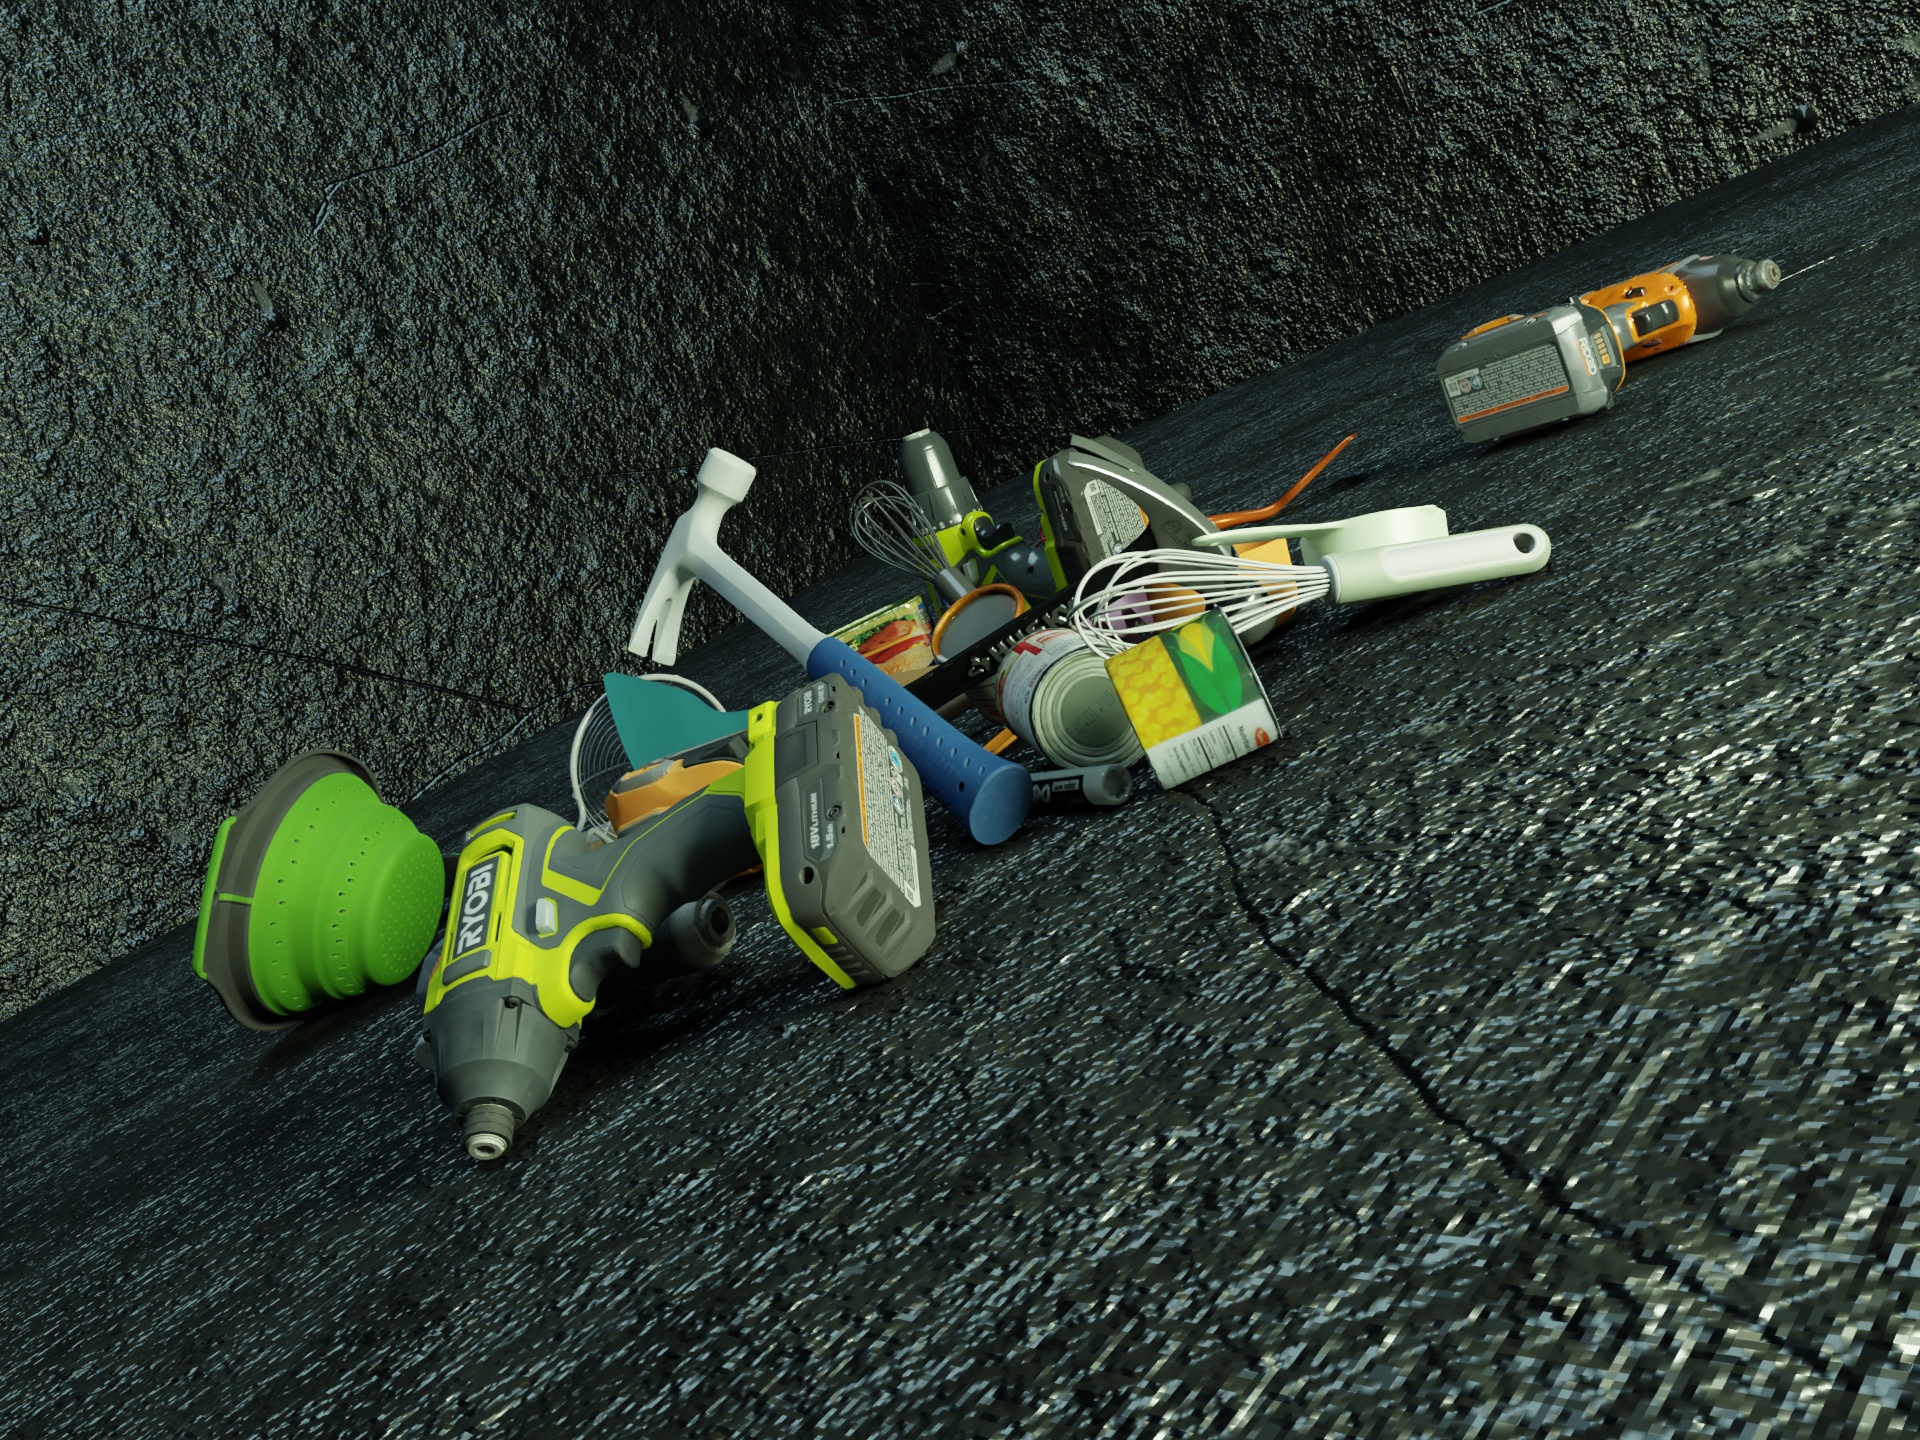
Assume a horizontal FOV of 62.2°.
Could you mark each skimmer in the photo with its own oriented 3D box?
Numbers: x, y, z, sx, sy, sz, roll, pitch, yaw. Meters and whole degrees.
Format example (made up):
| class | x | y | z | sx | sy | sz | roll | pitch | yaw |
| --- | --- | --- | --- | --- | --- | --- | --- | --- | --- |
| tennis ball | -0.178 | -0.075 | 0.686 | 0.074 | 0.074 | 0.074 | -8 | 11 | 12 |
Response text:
| class | x | y | z | sx | sy | sz | roll | pitch | yaw |
| --- | --- | --- | --- | --- | --- | --- | --- | --- | --- |
| skimmer | -0.227 | 0.087 | 0.984 | 0.090 | 0.127 | 0.363 | -22 | 20 | 17 |

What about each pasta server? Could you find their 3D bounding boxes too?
| class | x | y | z | sx | sy | sz | roll | pitch | yaw |
| --- | --- | --- | --- | --- | --- | --- | --- | --- | --- |
| pasta server | -0.002 | -0.003 | 1.039 | 0.316 | 0.040 | 0.060 | -30 | -15 | 10 |

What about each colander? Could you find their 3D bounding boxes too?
| class | x | y | z | sx | sy | sz | roll | pitch | yaw |
| --- | --- | --- | --- | --- | --- | --- | --- | --- | --- |
| colander | -0.425 | 0.132 | 1.217 | 0.094 | 0.204 | 0.397 | 10 | -2 | 7 |

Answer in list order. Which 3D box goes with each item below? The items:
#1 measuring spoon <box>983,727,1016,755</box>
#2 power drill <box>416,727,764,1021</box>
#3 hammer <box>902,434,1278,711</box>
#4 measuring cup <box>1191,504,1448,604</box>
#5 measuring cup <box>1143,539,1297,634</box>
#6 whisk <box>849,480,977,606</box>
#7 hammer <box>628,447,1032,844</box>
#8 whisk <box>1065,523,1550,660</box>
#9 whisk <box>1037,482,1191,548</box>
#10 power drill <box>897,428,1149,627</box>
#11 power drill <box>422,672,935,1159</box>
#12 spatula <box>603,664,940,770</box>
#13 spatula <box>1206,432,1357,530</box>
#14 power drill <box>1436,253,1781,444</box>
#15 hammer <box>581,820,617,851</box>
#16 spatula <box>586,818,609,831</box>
| class | x | y | z | sx | sy | sz | roll | pitch | yaw |
| --- | --- | --- | --- | --- | --- | --- | --- | --- | --- |
| measuring spoon | 0.046 | 0.001 | 0.977 | 0.117 | 0.011 | 0.021 | -37 | 16 | -36 |
| power drill | -0.161 | 0.085 | 0.862 | 0.185 | 0.084 | 0.226 | -17 | 17 | 30 |
| hammer | -0.027 | -0.016 | 0.933 | 0.409 | 0.149 | 0.036 | -30 | 27 | 28 |
| measuring cup | 0.184 | -0.080 | 0.814 | 0.167 | 0.038 | 0.083 | -7 | -7 | -35 |
| measuring cup | 0.116 | -0.060 | 0.936 | 0.173 | 0.052 | 0.095 | -20 | 9 | -5 |
| whisk | -0.012 | -0.101 | 1.168 | 0.055 | 0.055 | 0.239 | -29 | 53 | -17 |
| hammer | -0.086 | -0.035 | 0.907 | 0.406 | 0.035 | 0.144 | 38 | 104 | 50 |
| whisk | 0.170 | -0.067 | 0.764 | 0.246 | 0.058 | 0.059 | -10 | -19 | -9 |
| whisk | 0.137 | -0.178 | 1.445 | 0.073 | 0.073 | 0.296 | -29 | 5 | -17 |
| power drill | 0.043 | -0.139 | 1.191 | 0.080 | 0.190 | 0.228 | -27 | 14 | -33 |
| power drill | -0.128 | 0.084 | 0.687 | 0.223 | 0.080 | 0.171 | -24 | 42 | 15 |
| spatula | -0.088 | -0.019 | 1.117 | 0.317 | 0.082 | 0.044 | -13 | -27 | -23 |
| spatula | 0.182 | -0.164 | 1.334 | 0.322 | 0.041 | 0.081 | -20 | -1 | 2 |
| power drill | 0.475 | -0.281 | 1.157 | 0.226 | 0.084 | 0.164 | -27 | 10 | -32 |
| hammer | -0.279 | 0.124 | 1.081 | 0.130 | 0.031 | 0.331 | -25 | 10 | 7 |
| spatula | -0.157 | 0.034 | 1.258 | 0.316 | 0.018 | 0.059 | -24 | -18 | 4 |
